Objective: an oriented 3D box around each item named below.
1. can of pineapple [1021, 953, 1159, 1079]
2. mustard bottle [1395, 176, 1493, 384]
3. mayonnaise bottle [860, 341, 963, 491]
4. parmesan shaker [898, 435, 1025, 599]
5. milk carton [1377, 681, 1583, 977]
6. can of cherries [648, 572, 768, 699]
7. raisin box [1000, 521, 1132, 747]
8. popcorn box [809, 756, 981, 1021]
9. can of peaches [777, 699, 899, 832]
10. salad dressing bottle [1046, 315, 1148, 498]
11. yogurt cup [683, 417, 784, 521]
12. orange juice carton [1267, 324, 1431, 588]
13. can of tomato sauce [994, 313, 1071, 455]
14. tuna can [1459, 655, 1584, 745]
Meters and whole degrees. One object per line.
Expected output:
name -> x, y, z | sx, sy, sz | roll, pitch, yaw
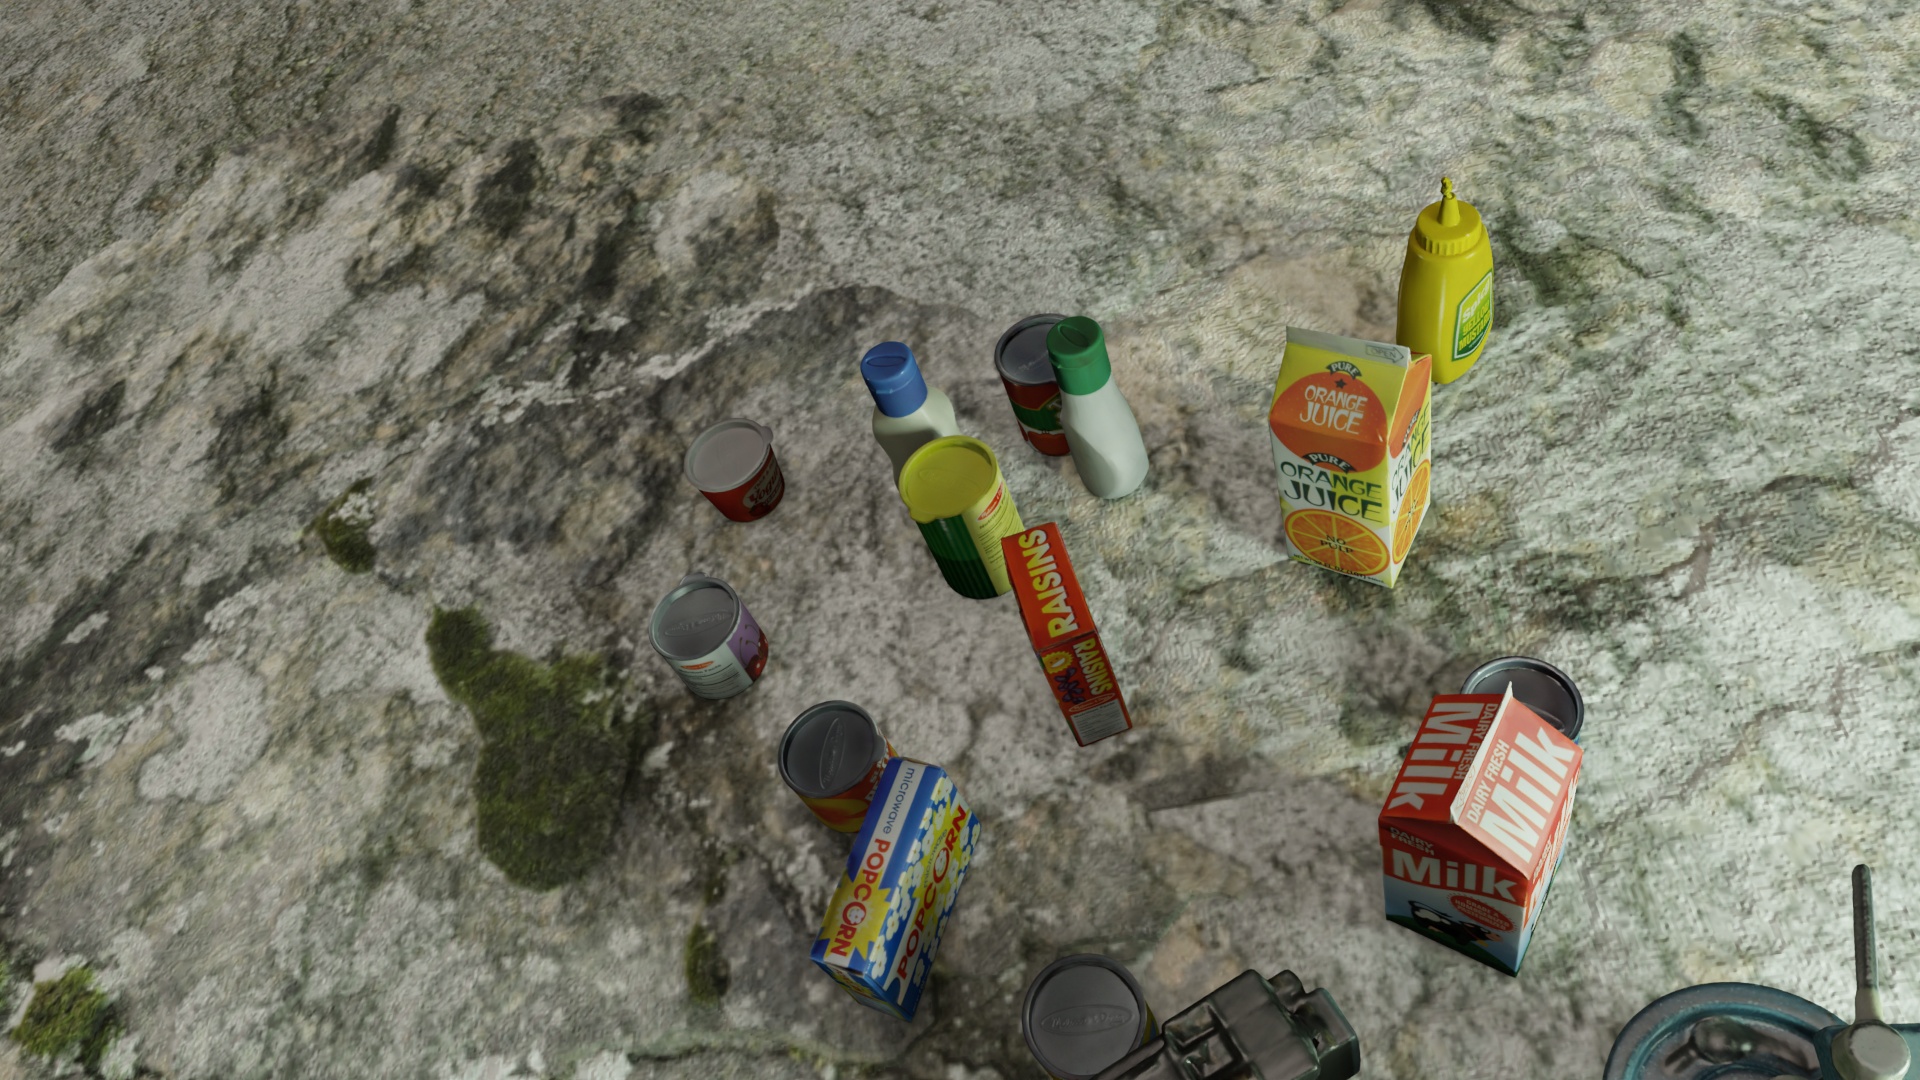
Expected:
can of pineapple -> 0.070, 0.264, 0.742 | 0.071, 0.057, 0.071 | -9, 54, 12
mustard bottle -> 0.318, -0.173, 0.910 | 0.049, 0.159, 0.065 | 33, 71, 34
mayonnaise bottle -> -0.029, -0.076, 0.962 | 0.065, 0.147, 0.041 | 1, 56, 19
parmesan shaker -> 0.003, -0.012, 0.933 | 0.071, 0.102, 0.071 | -9, 54, 12
milk carton -> 0.255, 0.142, 0.686 | 0.073, 0.189, 0.072 | 20, 64, 29
can of cherries -> -0.173, 0.066, 0.963 | 0.071, 0.058, 0.072 | -9, 54, 12
raisin box -> 0.065, 0.059, 0.850 | 0.040, 0.123, 0.086 | -20, 52, 4
popcorn box -> -0.034, 0.201, 0.804 | 0.038, 0.085, 0.127 | 9, 59, 24
can of peaches -> -0.072, 0.143, 0.875 | 0.071, 0.057, 0.071 | -9, 54, 12
salad dressing bottle -> 0.090, -0.087, 0.931 | 0.044, 0.147, 0.064 | -38, 53, -10
yogurt cup -> -0.167, -0.050, 1.048 | 0.072, 0.053, 0.073 | -9, 54, 12
orange juice carton -> 0.236, -0.058, 0.834 | 0.072, 0.191, 0.073 | 18, 63, 28
can of tomato sauce -> 0.068, -0.110, 0.995 | 0.071, 0.082, 0.071 | -9, 54, 12
tuna can -> 0.318, 0.104, 0.792 | 0.071, 0.032, 0.071 | -9, 53, 12
